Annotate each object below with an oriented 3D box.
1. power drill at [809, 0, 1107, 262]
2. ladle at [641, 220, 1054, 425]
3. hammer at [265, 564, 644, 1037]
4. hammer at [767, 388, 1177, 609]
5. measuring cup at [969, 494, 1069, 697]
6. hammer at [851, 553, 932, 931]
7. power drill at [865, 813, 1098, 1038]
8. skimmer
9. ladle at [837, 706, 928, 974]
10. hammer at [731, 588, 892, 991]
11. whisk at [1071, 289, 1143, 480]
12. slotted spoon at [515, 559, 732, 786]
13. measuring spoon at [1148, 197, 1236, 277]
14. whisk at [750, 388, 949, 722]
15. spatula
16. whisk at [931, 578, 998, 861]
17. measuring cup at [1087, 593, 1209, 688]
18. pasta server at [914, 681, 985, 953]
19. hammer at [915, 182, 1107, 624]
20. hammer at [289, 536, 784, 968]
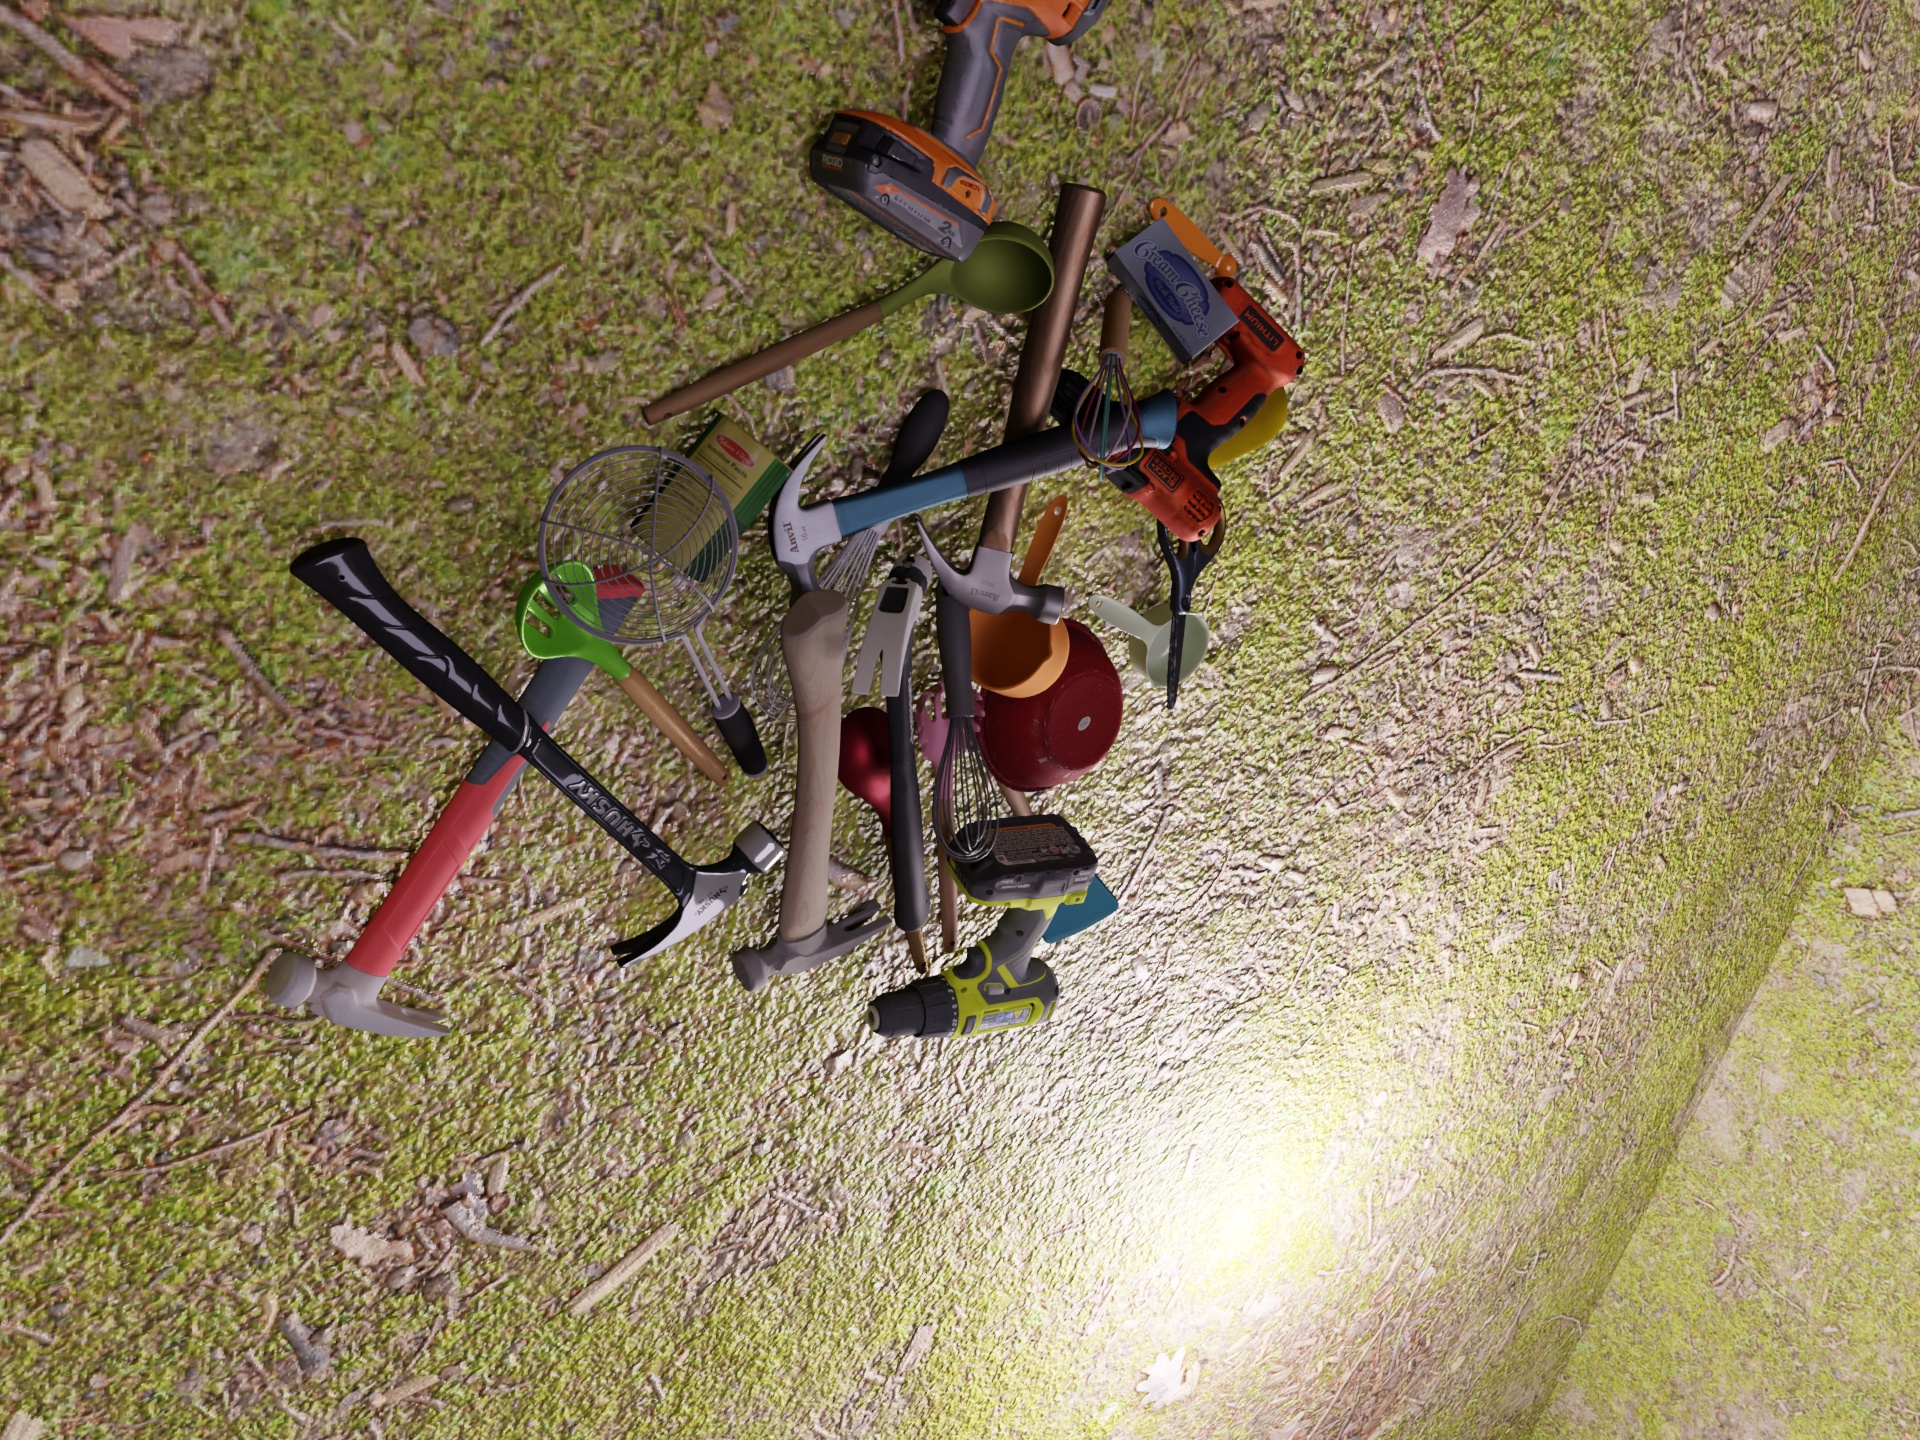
[{"bbox_3d":[-0.009,-0.442,1.055,0.164,0.084,0.226,22,98,-43],"label":"power drill"},{"bbox_3d":[-0.075,-0.273,1.127,0.320,0.062,0.078,-29,155,-16],"label":"ladle"},{"bbox_3d":[-0.335,0.061,1.149,0.143,0.038,0.386,30,96,-46],"label":"hammer"},{"bbox_3d":[0.014,-0.183,1.190,0.331,0.033,0.128,-19,107,-13],"label":"hammer"},{"bbox_3d":[0.063,-0.101,1.332,0.052,0.095,0.173,27,85,-59],"label":"measuring cup"},{"bbox_3d":[-0.047,0.044,1.286,0.035,0.146,0.334,5,128,9],"label":"hammer"},{"bbox_3d":[0.021,0.202,1.459,0.190,0.080,0.228,-3,127,-30],"label":"power drill"},{"bbox_3d":[-0.193,-0.057,1.123,0.127,0.090,0.363,-35,159,-11],"label":"skimmer"},{"bbox_3d":[-0.058,0.118,1.409,0.069,0.031,0.315,-31,134,-23],"label":"ladle"},{"bbox_3d":[-0.108,0.060,1.264,0.146,0.038,0.410,-21,141,-28],"label":"hammer"},{"bbox_3d":[0.115,-0.255,1.183,0.047,0.245,0.051,-6,130,14],"label":"whisk"},{"bbox_3d":[-0.233,-0.021,1.140,0.070,0.031,0.313,-57,151,-15],"label":"slotted spoon"},{"bbox_3d":[0.190,-0.389,1.287,0.116,0.011,0.021,23,102,-44],"label":"measuring spoon"},{"bbox_3d":[-0.081,-0.125,1.220,0.070,0.070,0.284,24,95,-44],"label":"whisk"},{"bbox_3d":[0.060,0.086,1.466,0.082,0.044,0.317,-27,131,1],"label":"spatula"},{"bbox_3d":[-0.003,-0.004,1.295,0.055,0.055,0.239,0,84,-38],"label":"whisk"},{"bbox_3d":[0.160,-0.086,1.440,0.167,0.038,0.083,25,100,-42],"label":"measuring cup"},{"bbox_3d":[-0.011,0.093,1.420,0.060,0.040,0.316,-13,126,-16],"label":"pasta server"},{"bbox_3d":[0.052,-0.245,1.231,0.130,0.031,0.331,12,104,-7],"label":"hammer"},{"bbox_3d":[-0.296,0.023,1.100,0.149,0.036,0.408,-44,126,-4],"label":"hammer"}]
